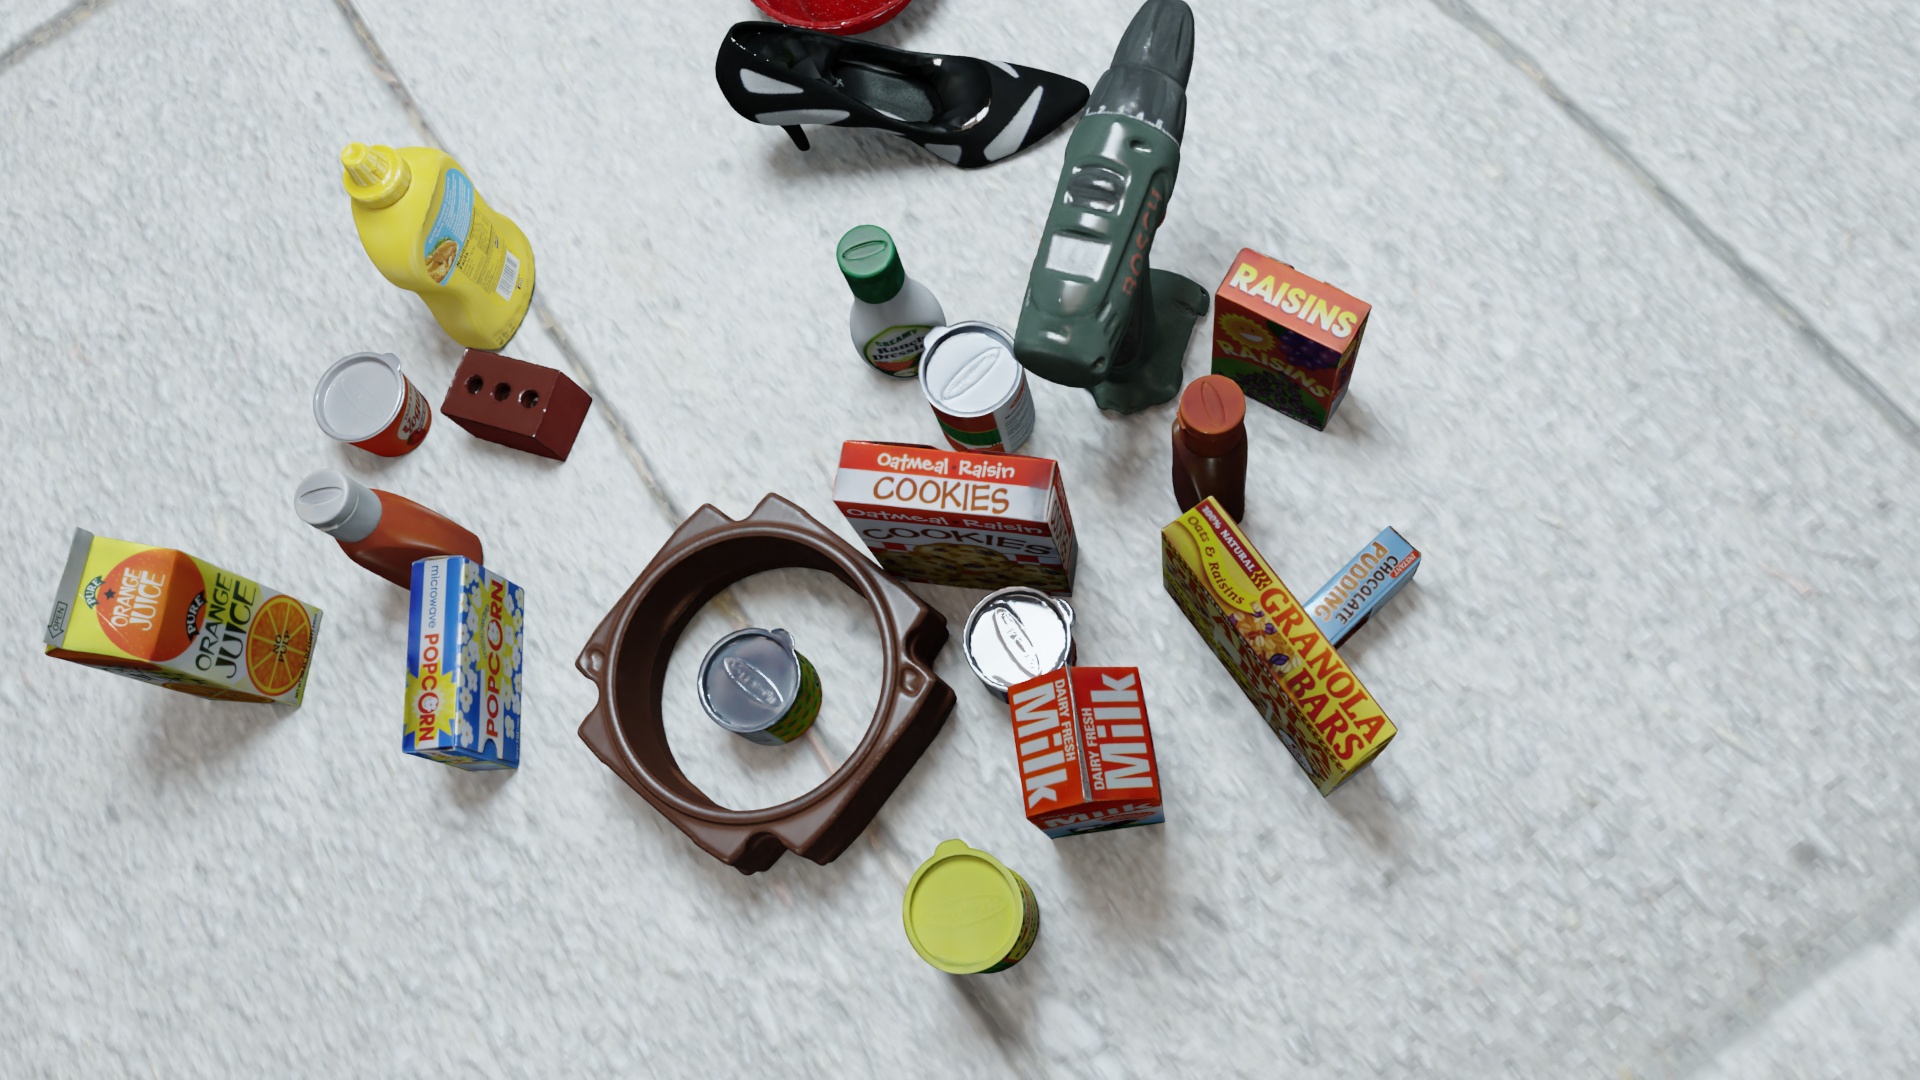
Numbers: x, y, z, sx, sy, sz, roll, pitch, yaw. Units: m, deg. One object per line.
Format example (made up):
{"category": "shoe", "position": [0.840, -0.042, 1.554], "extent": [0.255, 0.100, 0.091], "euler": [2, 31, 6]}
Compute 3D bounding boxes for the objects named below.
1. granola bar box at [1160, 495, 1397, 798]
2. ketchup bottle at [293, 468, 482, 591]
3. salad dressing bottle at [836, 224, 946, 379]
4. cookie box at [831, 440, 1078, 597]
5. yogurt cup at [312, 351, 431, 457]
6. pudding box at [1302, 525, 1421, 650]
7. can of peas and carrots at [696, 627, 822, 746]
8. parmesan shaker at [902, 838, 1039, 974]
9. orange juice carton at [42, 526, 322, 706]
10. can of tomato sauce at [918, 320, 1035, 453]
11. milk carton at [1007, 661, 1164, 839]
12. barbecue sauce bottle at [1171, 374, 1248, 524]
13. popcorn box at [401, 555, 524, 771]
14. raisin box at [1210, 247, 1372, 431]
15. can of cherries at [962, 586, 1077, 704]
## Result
{"category": "granola bar box", "position": [0.181, 0.064, 0.808], "extent": [0.039, 0.124, 0.166], "euler": [-34, 71, -2]}
{"category": "ketchup bottle", "position": [-0.373, -0.005, 0.905], "extent": [0.065, 0.148, 0.043], "euler": [-12, 71, 5]}
{"category": "salad dressing bottle", "position": [-0.047, -0.153, 0.901], "extent": [0.064, 0.147, 0.044], "euler": [-15, 71, 4]}
{"category": "cookie box", "position": [0.003, -0.010, 0.837], "extent": [0.123, 0.167, 0.040], "euler": [6, 74, 11]}
{"category": "yogurt cup", "position": [-0.416, -0.093, 0.990], "extent": [0.072, 0.054, 0.072], "euler": [-3, 72, 8]}
{"category": "pudding box", "position": [0.240, 0.034, 0.847], "extent": [0.084, 0.049, 0.030], "euler": [-42, 71, -5]}
{"category": "can of peas and carrots", "position": [-0.125, 0.092, 0.882], "extent": [0.071, 0.058, 0.071], "euler": [-3, 72, 8]}
{"category": "parmesan shaker", "position": [0.008, 0.212, 0.799], "extent": [0.071, 0.103, 0.071], "euler": [-3, 72, 8]}
{"category": "orange juice carton", "position": [-0.500, 0.052, 0.883], "extent": [0.073, 0.192, 0.072], "euler": [3, 73, 10]}
{"category": "can of tomato sauce", "position": [0.011, -0.097, 0.908], "extent": [0.071, 0.083, 0.071], "euler": [-3, 72, 8]}
{"category": "milk carton", "position": [0.071, 0.119, 0.772], "extent": [0.073, 0.190, 0.072], "euler": [-10, 72, 6]}
{"category": "barbecue sauce bottle", "position": [0.150, -0.054, 0.838], "extent": [0.044, 0.148, 0.065], "euler": [-17, 71, 4]}
{"category": "popcorn box", "position": [-0.321, 0.081, 0.902], "extent": [0.038, 0.085, 0.127], "euler": [-7, 72, 7]}
{"category": "raisin box", "position": [0.203, -0.123, 0.865], "extent": [0.086, 0.123, 0.040], "euler": [30, 80, 17]}
{"category": "can of cherries", "position": [0.041, 0.066, 0.864], "extent": [0.071, 0.058, 0.071], "euler": [-3, 72, 8]}
